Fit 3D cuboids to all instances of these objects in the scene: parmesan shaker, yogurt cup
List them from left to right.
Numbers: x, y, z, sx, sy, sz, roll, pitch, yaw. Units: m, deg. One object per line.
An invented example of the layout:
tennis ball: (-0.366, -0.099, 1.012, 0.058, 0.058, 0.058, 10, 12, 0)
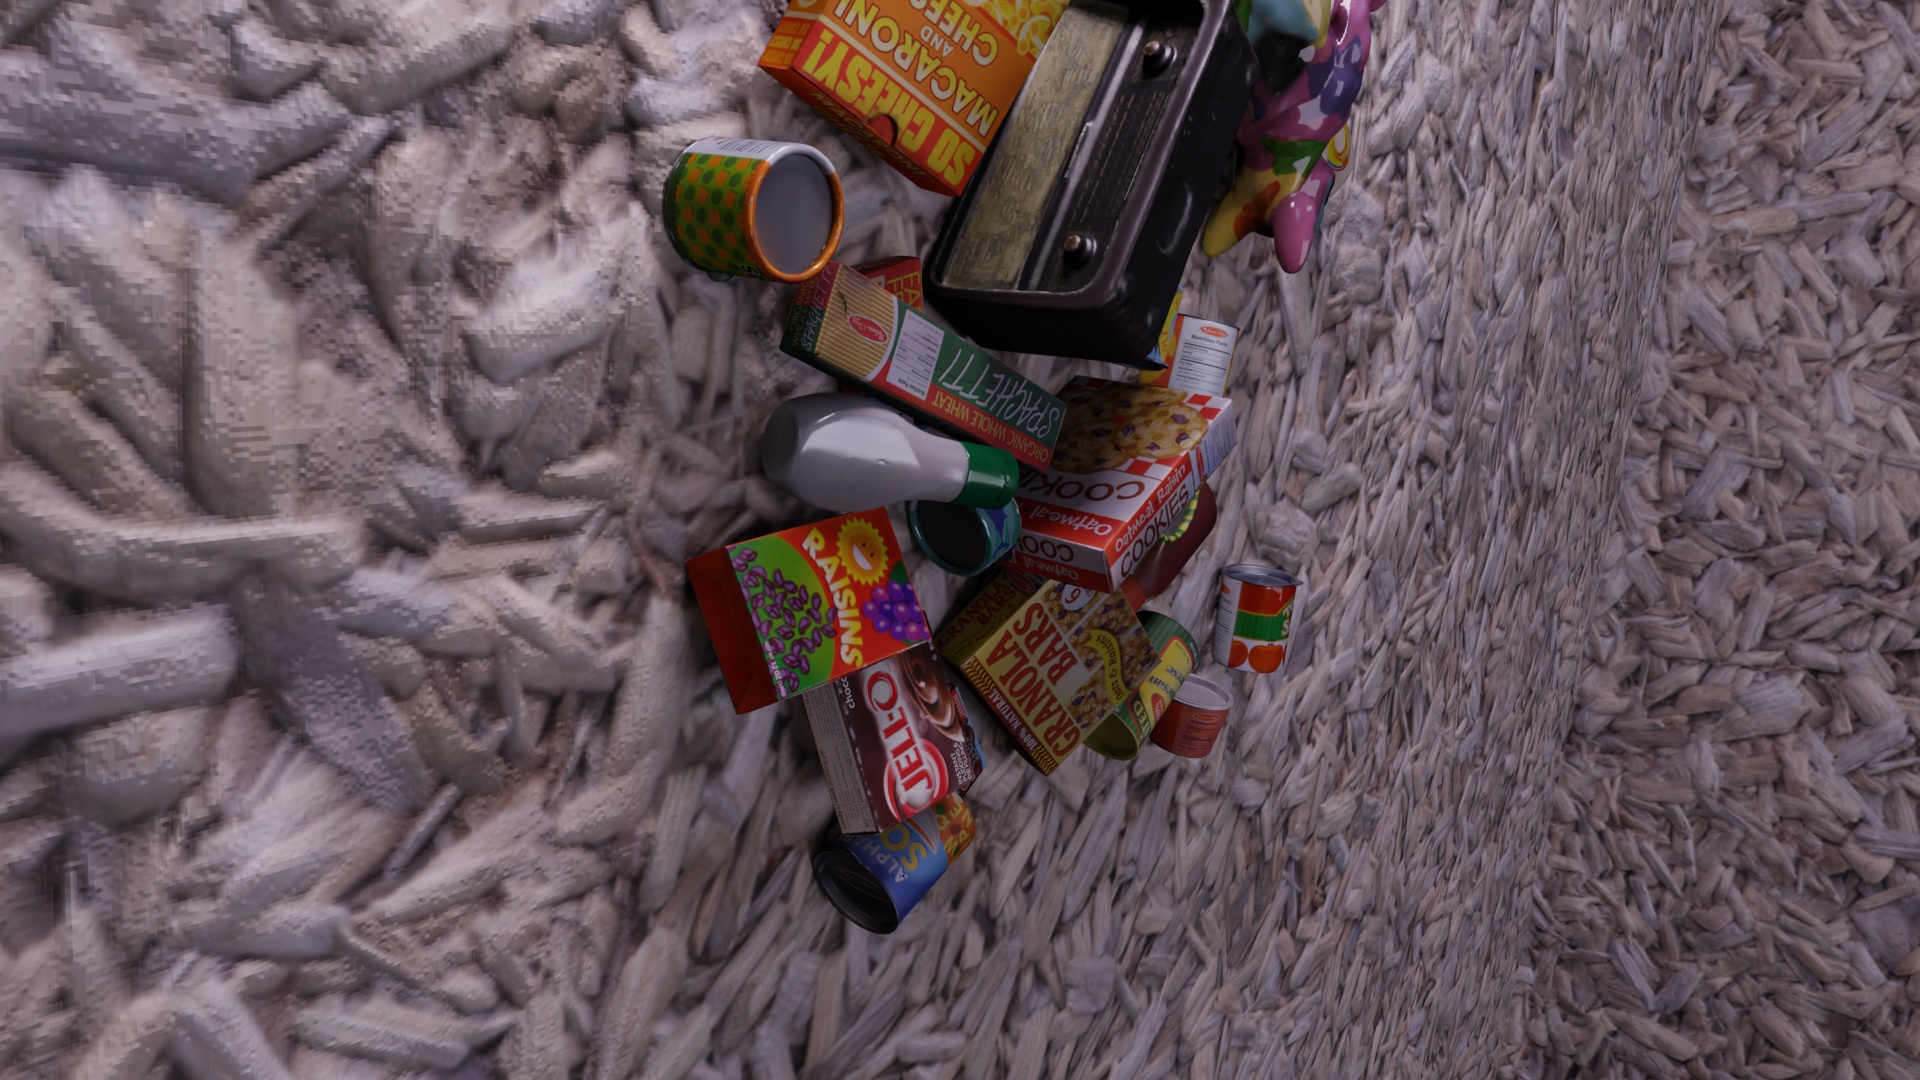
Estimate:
parmesan shaker: (0.134, 0.110, 1.083, 0.103, 0.071, 0.071, -49, 138, -32)
yogurt cup: (0.194, 0.150, 1.185, 0.072, 0.072, 0.053, -10, 118, -53)

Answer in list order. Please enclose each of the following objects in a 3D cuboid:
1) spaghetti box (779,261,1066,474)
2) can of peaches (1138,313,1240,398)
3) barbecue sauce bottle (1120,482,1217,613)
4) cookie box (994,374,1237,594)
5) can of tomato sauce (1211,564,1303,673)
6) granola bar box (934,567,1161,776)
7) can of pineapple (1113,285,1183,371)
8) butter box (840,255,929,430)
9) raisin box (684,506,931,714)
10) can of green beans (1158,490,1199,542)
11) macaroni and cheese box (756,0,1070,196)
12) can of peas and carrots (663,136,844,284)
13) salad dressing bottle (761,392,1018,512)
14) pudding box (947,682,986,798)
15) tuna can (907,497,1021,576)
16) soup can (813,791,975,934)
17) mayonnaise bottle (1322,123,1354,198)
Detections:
spaghetti box: (-0.011, -0.091, 0.795, 0.250, 0.029, 0.050, 22, 84, -57)
can of peaches: (0.171, -0.138, 1.045, 0.071, 0.071, 0.058, 5, 99, -55)
barbecue sauce bottle: (0.148, 0.014, 1.088, 0.149, 0.044, 0.064, -47, 142, -33)
cookie box: (0.088, -0.041, 0.913, 0.168, 0.123, 0.040, -46, 136, -35)
can of tomato sauce: (0.266, 0.070, 1.249, 0.071, 0.071, 0.083, -13, 113, -52)
granola bar box: (0.063, 0.077, 0.968, 0.124, 0.039, 0.165, -44, 138, -9)
can of pineapple: (0.117, -0.153, 0.960, 0.071, 0.071, 0.058, 16, 90, -55)
butter box: (-0.044, -0.107, 0.791, 0.053, 0.024, 0.103, -30, 126, -46)
raisin box: (-0.080, 0.035, 0.754, 0.124, 0.040, 0.086, -18, 87, -50)
can of green beans: (0.139, -0.036, 1.043, 0.071, 0.058, 0.071, -25, 122, -48)
macaroni and cheese box: (-0.011, -0.280, 0.708, 0.123, 0.040, 0.166, 28, 92, -41)
can of peas and carrots: (-0.098, -0.156, 0.668, 0.071, 0.059, 0.070, -24, 121, -47)
salad dressing bottle: (-0.036, -0.043, 0.770, 0.148, 0.044, 0.064, 8, 113, -35)
pudding box: (-0.016, 0.136, 0.917, 0.050, 0.030, 0.083, -49, 138, -33)
tuna can: (0.003, -0.011, 0.855, 0.033, 0.071, 0.070, -36, 130, -40)
soup can: (-0.040, 0.192, 0.871, 0.084, 0.071, 0.071, -42, 134, -39)
mayonnaise bottle: (0.292, -0.358, 1.150, 0.065, 0.041, 0.147, -55, 141, -23)
